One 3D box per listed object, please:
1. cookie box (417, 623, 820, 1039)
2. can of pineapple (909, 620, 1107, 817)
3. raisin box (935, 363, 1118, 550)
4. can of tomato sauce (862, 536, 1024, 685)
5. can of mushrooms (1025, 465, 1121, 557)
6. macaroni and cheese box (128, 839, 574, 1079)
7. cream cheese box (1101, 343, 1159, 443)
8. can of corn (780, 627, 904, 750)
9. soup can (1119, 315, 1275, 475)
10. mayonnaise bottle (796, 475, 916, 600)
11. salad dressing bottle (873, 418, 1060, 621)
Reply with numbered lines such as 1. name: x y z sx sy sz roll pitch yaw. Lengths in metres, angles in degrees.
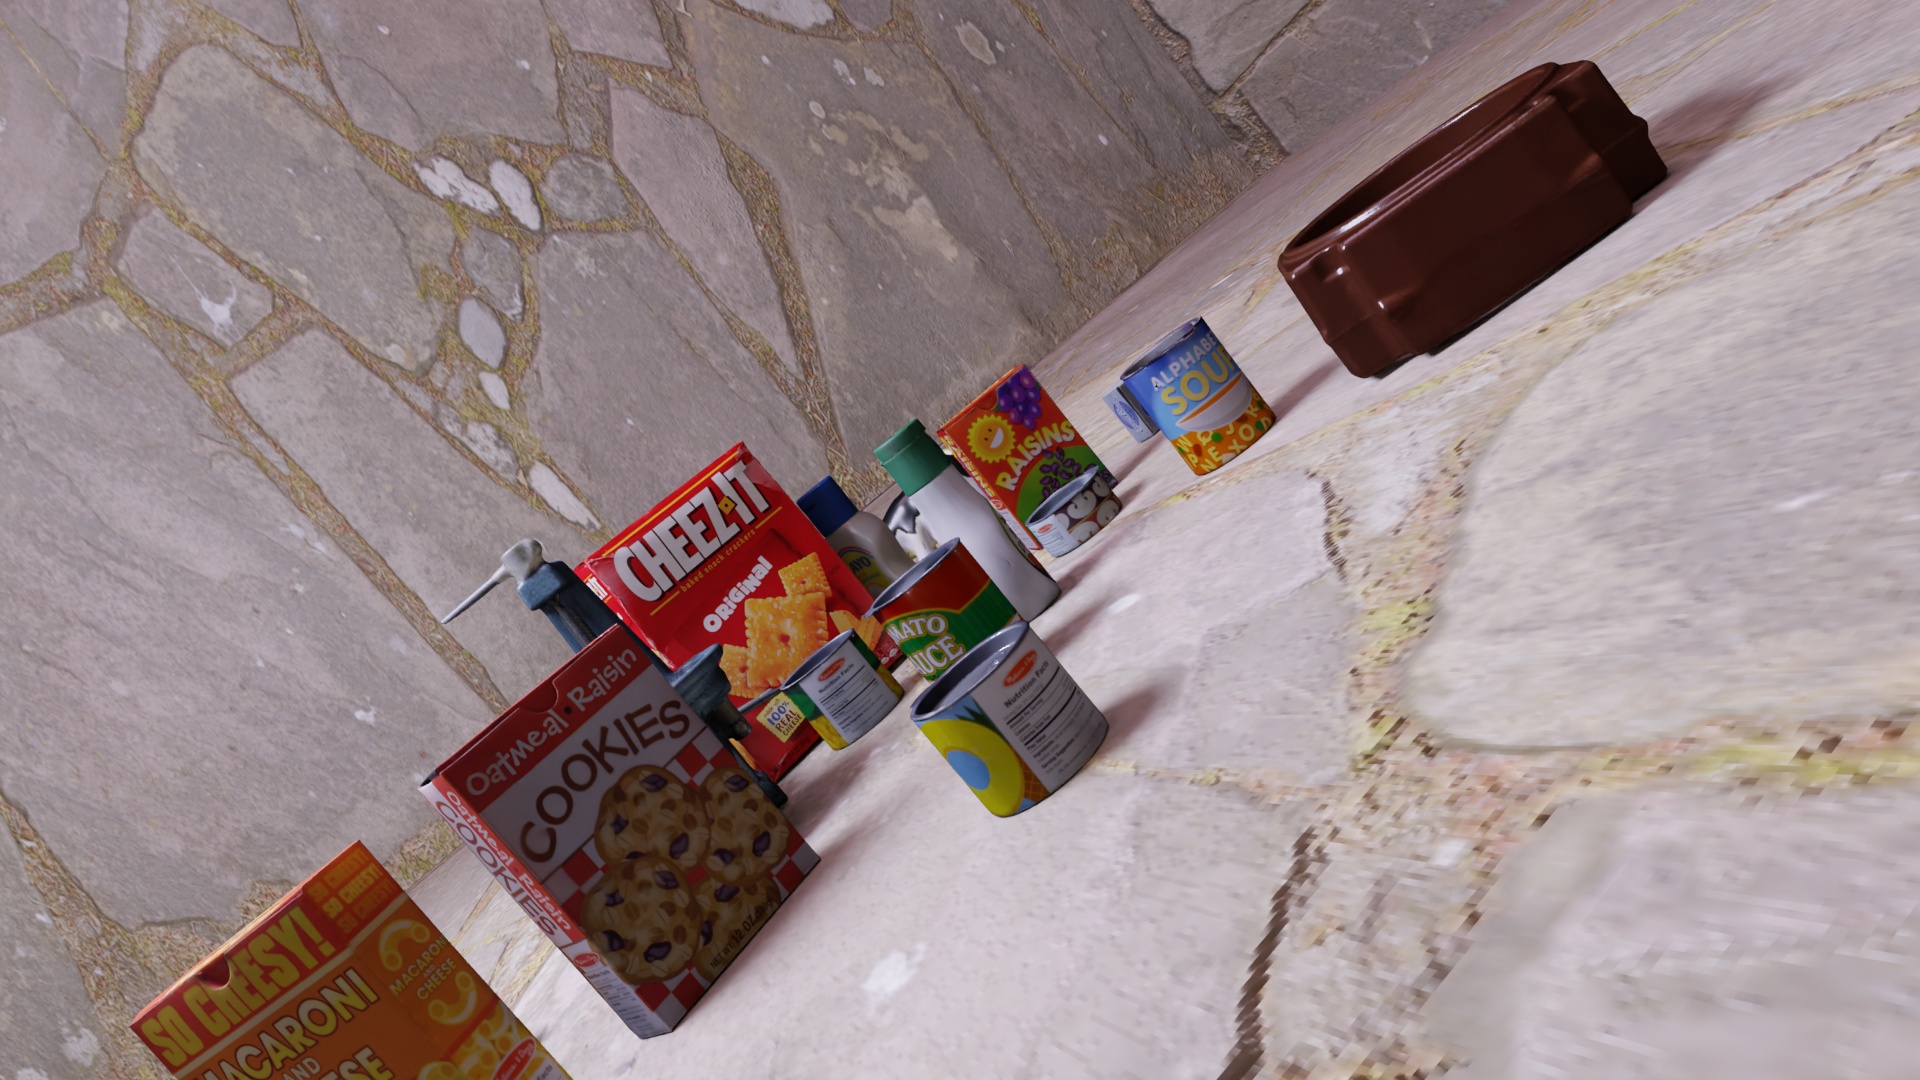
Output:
1. cookie box: -0.167 0.143 0.701 0.040 0.167 0.123 -32 9 47
2. can of pineapple: 0.020 0.078 0.605 0.071 0.058 0.071 -38 7 5
3. raisin box: 0.052 -0.065 1.100 0.086 0.123 0.040 -40 7 -9
4. can of tomato sauce: -0.002 0.052 0.788 0.071 0.083 0.071 -38 7 5
5. can of mushrooms: 0.085 -0.021 1.016 0.071 0.033 0.071 -38 7 5
6. macaroni and cheese box: -0.230 0.217 0.552 0.123 0.166 0.040 -36 7 22
7. cream cheese box: 0.171 -0.134 1.217 0.024 0.053 0.104 -31 10 49
8. can of corn: -0.082 0.104 0.973 0.071 0.058 0.071 -38 7 5
9. soup can: 0.156 -0.094 0.908 0.071 0.083 0.071 -38 7 5
10. mayonnaise bottle: -0.074 0.015 1.130 0.064 0.148 0.041 -34 8 39
11. salad dressing bottle: 0.003 -0.011 0.899 0.044 0.147 0.064 -39 6 0
